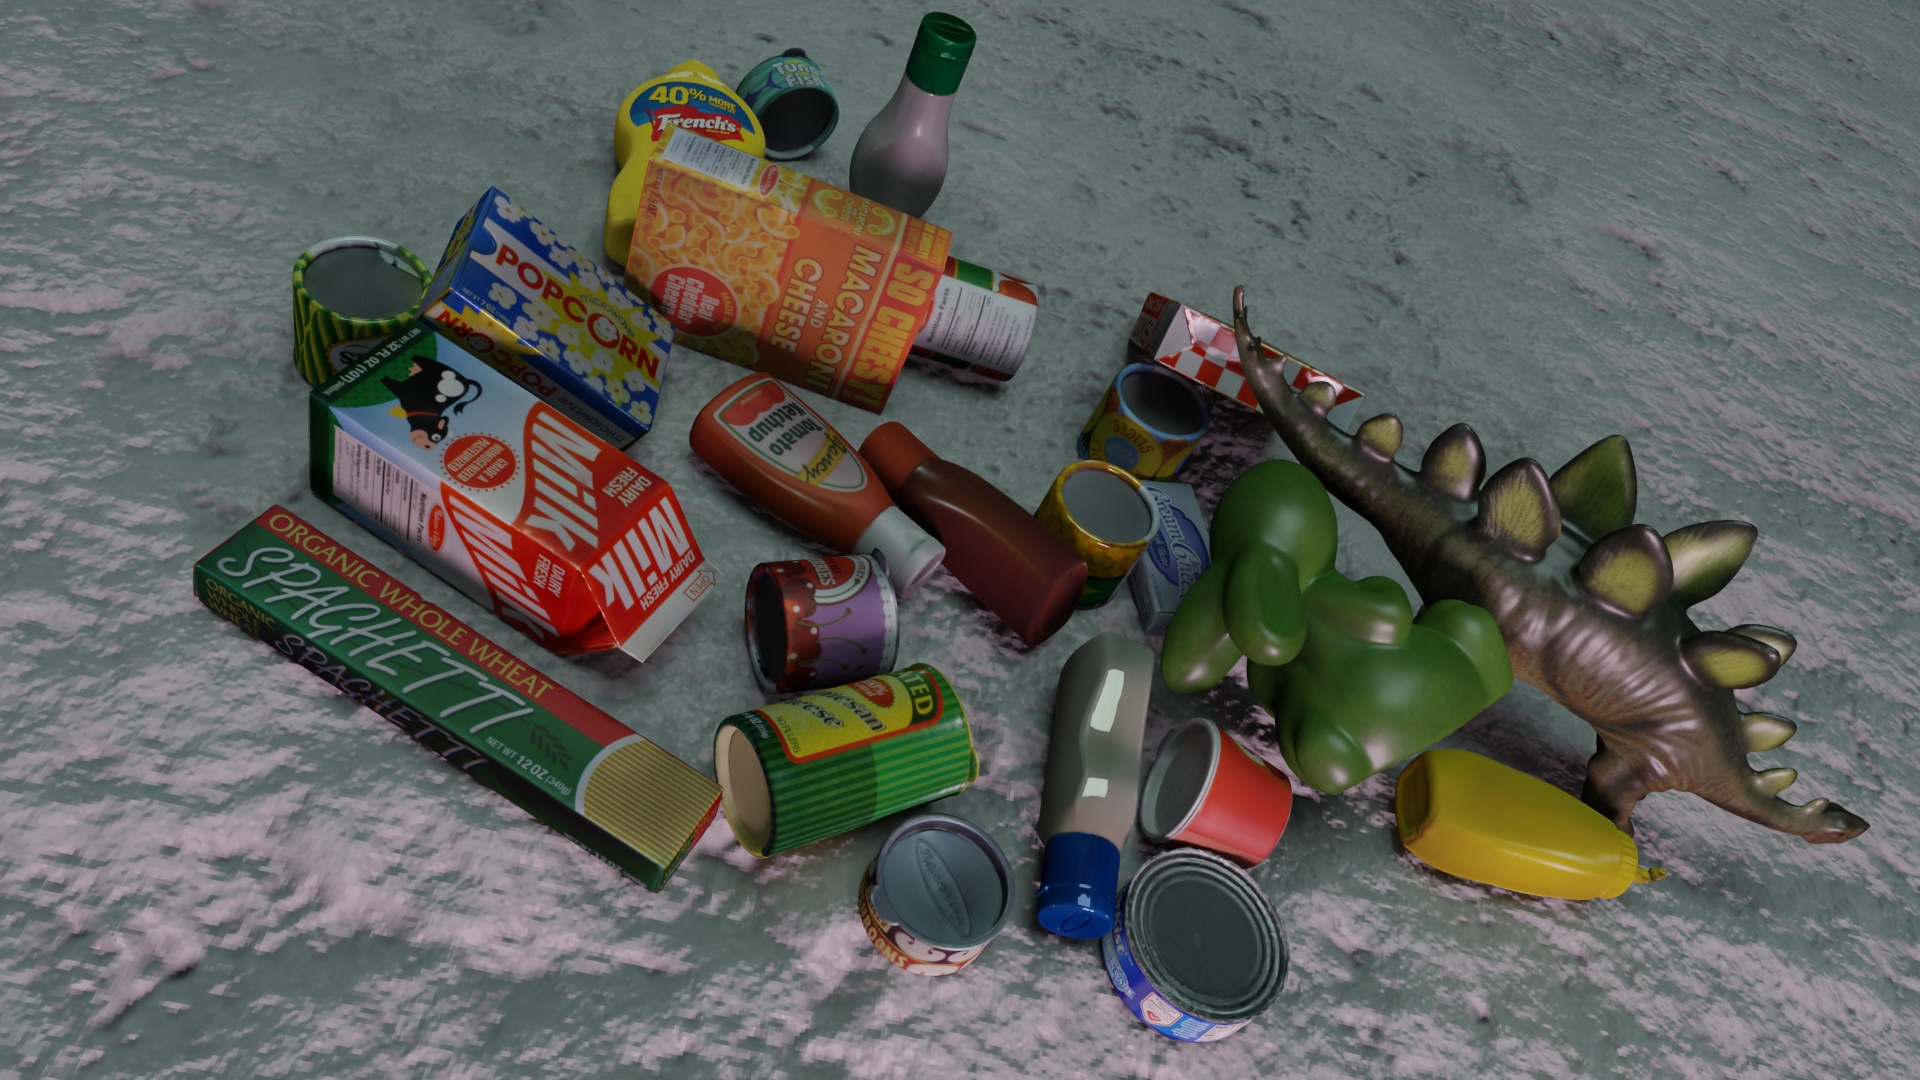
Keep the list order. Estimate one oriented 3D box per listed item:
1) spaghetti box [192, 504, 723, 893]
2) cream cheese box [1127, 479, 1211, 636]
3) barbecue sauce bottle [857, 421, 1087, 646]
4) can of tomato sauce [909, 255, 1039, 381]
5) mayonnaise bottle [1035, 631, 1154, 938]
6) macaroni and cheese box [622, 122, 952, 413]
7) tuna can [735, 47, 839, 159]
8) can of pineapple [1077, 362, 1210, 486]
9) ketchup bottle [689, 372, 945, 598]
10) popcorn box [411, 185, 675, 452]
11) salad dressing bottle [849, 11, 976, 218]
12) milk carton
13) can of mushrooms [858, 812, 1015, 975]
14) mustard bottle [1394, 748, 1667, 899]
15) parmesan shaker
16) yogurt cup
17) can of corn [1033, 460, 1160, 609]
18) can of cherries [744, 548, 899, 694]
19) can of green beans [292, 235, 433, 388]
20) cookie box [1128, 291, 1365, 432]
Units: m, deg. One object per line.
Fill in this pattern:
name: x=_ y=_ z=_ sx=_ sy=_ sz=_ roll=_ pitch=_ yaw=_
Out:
spaghetti box: x=-0.224 y=0.068 z=0.620 sx=0.250 sy=0.028 sz=0.050 roll=32 pitch=46 yaw=3
cream cheese box: x=0.124 y=0.009 z=0.832 sx=0.053 sy=0.024 sz=0.104 roll=5 pitch=51 yaw=-22
barbecue sauce bottle: x=0.003 y=-0.010 z=0.770 sx=0.044 sy=0.064 sz=0.149 roll=-33 pitch=61 yaw=-31
can of tomato sauce: x=-0.001 y=-0.143 z=0.876 sx=0.083 sy=0.070 sz=0.071 roll=15 pitch=48 yaw=-13
mayonnaise bottle: x=0.065 y=0.120 z=0.688 sx=0.041 sy=0.064 sz=0.149 roll=22 pitch=50 yaw=-12
macaroni and cheese box: x=-0.103 y=-0.152 z=0.796 sx=0.166 sy=0.123 sz=0.040 roll=19 pitch=48 yaw=-10
tuna can: x=-0.117 y=-0.297 z=0.949 sx=0.071 sy=0.070 sz=0.033 roll=-12 pitch=59 yaw=-32
can of pineapple: x=0.114 y=-0.068 z=0.869 sx=0.071 sy=0.057 sz=0.071 roll=13 pitch=48 yaw=-15
ketchup bottle: x=-0.075 y=-0.028 z=0.760 sx=0.149 sy=0.043 sz=0.065 roll=40 pitch=47 yaw=10
popcorn box: x=-0.215 y=-0.113 z=0.734 sx=0.126 sy=0.038 sz=0.085 roll=38 pitch=39 yaw=-34
salad dressing bottle: x=-0.030 y=-0.274 z=0.916 sx=0.064 sy=0.146 sz=0.044 roll=9 pitch=49 yaw=-18
milk carton: x=-0.210 y=-0.015 z=0.666 sx=0.191 sy=0.073 sz=0.073 roll=33 pitch=46 yaw=4
can of mushrooms: x=-0.013 y=0.162 z=0.634 sx=0.071 sy=0.033 sz=0.071 roll=13 pitch=49 yaw=-15
mustard bottle: x=0.321 y=0.167 z=0.772 sx=0.160 sy=0.048 sz=0.066 roll=21 pitch=47 yaw=-8
parmesan shaker: x=-0.053 y=0.101 z=0.642 sx=0.103 sy=0.071 sz=0.071 roll=-12 pitch=58 yaw=-32
yogurt cup: x=0.131 y=0.132 z=0.706 sx=0.054 sy=0.072 sz=0.073 roll=28 pitch=46 yaw=-12
can of corn: x=0.071 y=-0.004 z=0.796 sx=0.071 sy=0.058 sz=0.071 roll=13 pitch=48 yaw=-15
can of cherries: x=-0.069 y=0.038 z=0.687 sx=0.058 sy=0.071 sz=0.072 roll=-4 pitch=54 yaw=-26
can of green beans: x=-0.308 y=-0.114 z=0.716 sx=0.071 sy=0.057 sz=0.071 roll=13 pitch=48 yaw=-15
cookie box: x=0.178 y=-0.115 z=0.893 sx=0.123 sy=0.040 sz=0.168 roll=25 pitch=12 yaw=-4
